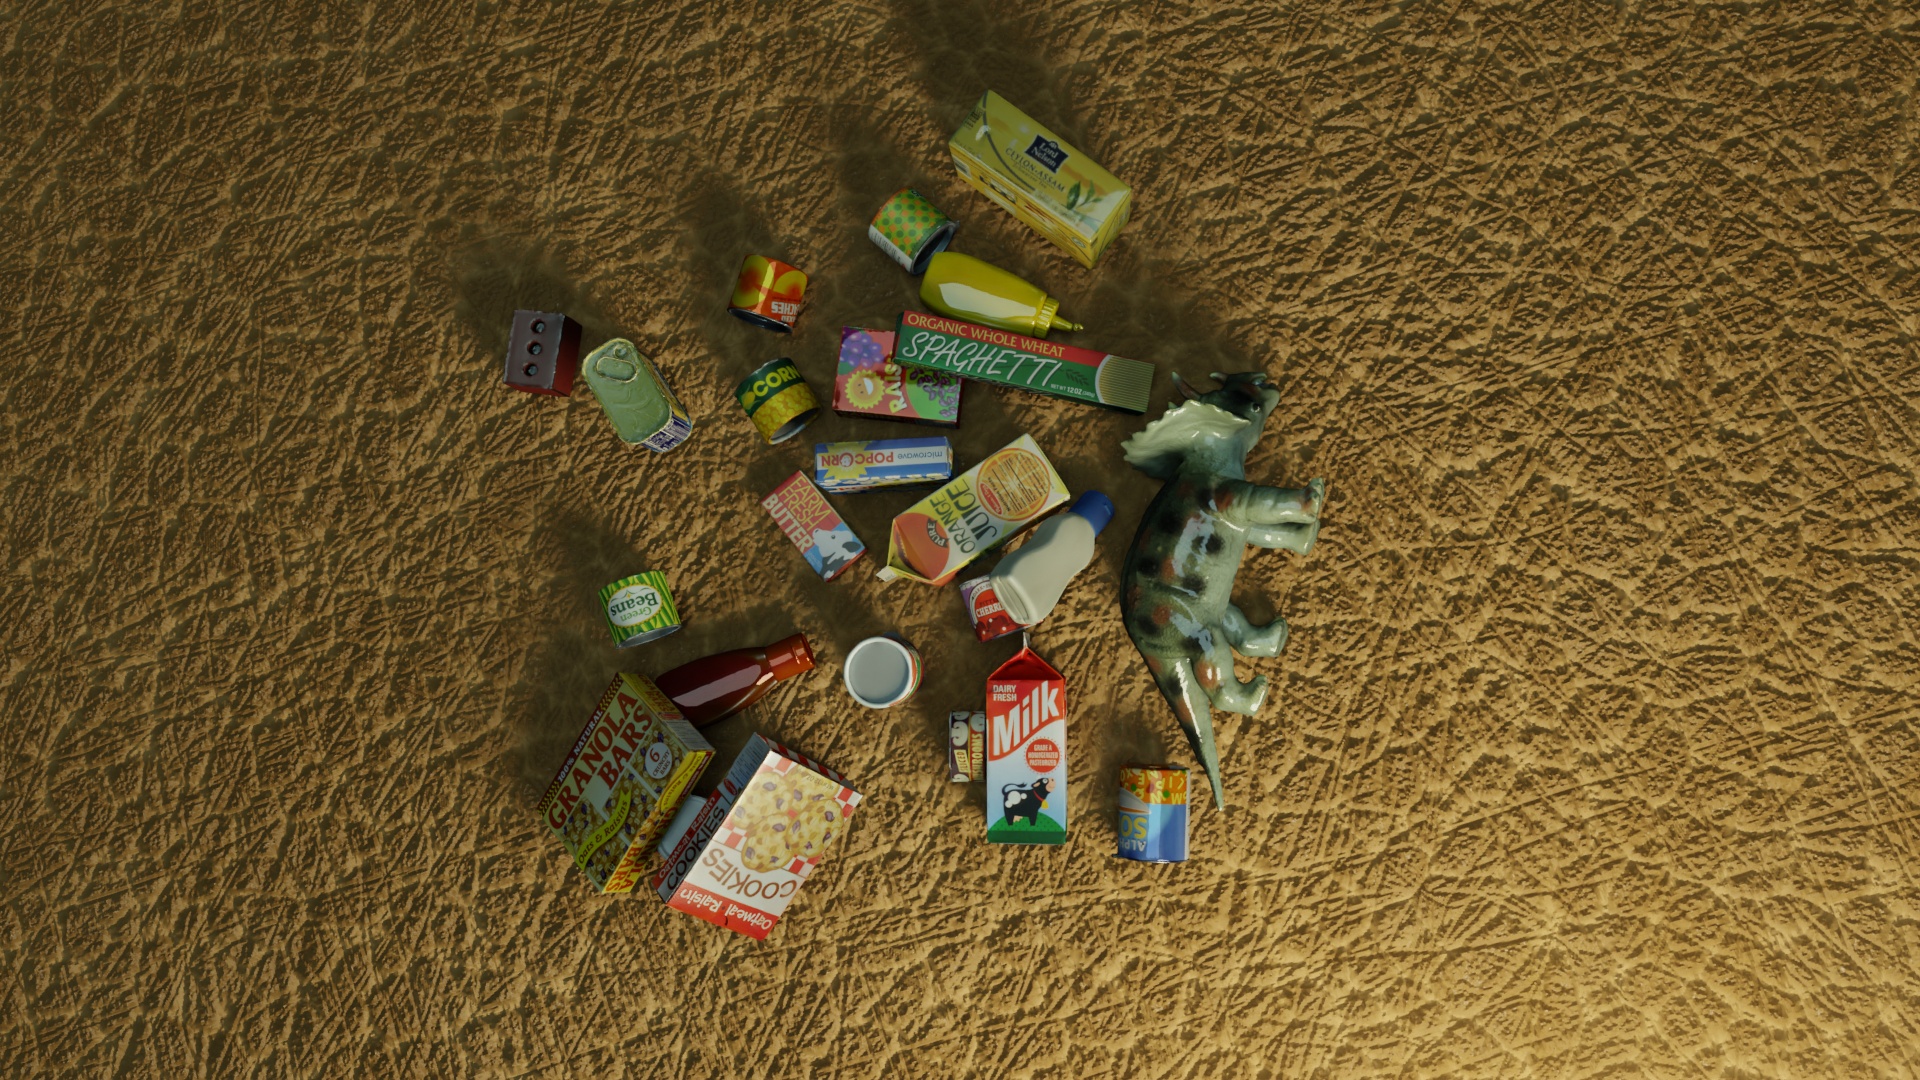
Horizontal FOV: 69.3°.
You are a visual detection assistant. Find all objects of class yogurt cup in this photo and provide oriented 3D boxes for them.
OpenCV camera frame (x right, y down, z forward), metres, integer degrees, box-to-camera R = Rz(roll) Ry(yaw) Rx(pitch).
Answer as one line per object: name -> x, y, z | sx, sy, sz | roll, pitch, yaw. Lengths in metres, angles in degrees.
yogurt cup -> -0.250, 0.273, 1.317 | 0.072, 0.054, 0.072 | 0, 85, 5

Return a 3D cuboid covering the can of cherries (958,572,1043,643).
can of cherries -> 0.038, 0.059, 1.303 | 0.071, 0.071, 0.058 | -19, 84, 3

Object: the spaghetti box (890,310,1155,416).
spaghetti box -> 0.059, -0.168, 1.318 | 0.250, 0.028, 0.050 | 11, 85, -7

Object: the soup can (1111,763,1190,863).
soup can -> 0.175, 0.249, 1.273 | 0.071, 0.071, 0.084 | 1, 84, 5

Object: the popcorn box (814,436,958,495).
popcorn box -> -0.069, -0.070, 1.318 | 0.127, 0.085, 0.038 | -3, 84, 6

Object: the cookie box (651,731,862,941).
cookie box -> -0.186, 0.276, 1.280 | 0.167, 0.123, 0.040 | -56, 39, -2

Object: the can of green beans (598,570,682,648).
can of green beans -> -0.308, 0.066, 1.336 | 0.071, 0.071, 0.058 | -20, 83, 3

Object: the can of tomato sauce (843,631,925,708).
can of tomato sauce -> -0.070, 0.121, 1.301 | 0.071, 0.083, 0.071 | 0, 85, 5

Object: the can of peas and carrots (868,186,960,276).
can of peas and carrots -> -0.045, -0.302, 1.348 | 0.059, 0.071, 0.071 | 42, 90, 8

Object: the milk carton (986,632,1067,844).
milk carton -> 0.062, 0.181, 1.288 | 0.073, 0.072, 0.190 | 0, 84, 6

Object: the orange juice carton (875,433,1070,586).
orange juice carton -> 0.005, -0.016, 1.313 | 0.193, 0.072, 0.073 | -33, 83, 1

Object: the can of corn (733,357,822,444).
can of corn -> -0.175, -0.135, 1.341 | 0.071, 0.071, 0.058 | -35, 84, 1

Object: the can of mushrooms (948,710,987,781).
can of mushrooms -> 0.007, 0.192, 1.293 | 0.033, 0.071, 0.071 | 0, 85, 4

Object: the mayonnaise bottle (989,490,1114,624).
mayonnaise bottle -> 0.089, 0.010, 1.284 | 0.149, 0.041, 0.064 | -46, 116, -34

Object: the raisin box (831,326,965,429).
raisin box -> -0.058, -0.159, 1.349 | 0.123, 0.040, 0.086 | 6, 86, 5

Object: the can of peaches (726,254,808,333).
can of peaches -> -0.185, -0.240, 1.354 | 0.071, 0.071, 0.058 | 17, 86, 7

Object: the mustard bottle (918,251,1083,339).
mustard bottle -> 0.042, -0.228, 1.342 | 0.160, 0.049, 0.065 | 21, 87, 6

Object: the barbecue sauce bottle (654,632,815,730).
barbecue sauce bottle -> -0.214, 0.133, 1.333 | 0.148, 0.043, 0.065 | -23, 79, 2

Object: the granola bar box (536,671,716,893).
granola bar box -> -0.315, 0.225, 1.296 | 0.124, 0.039, 0.165 | 39, 102, 32

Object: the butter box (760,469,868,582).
butter box -> -0.142, -0.014, 1.350 | 0.053, 0.024, 0.103 | -40, 83, 0
